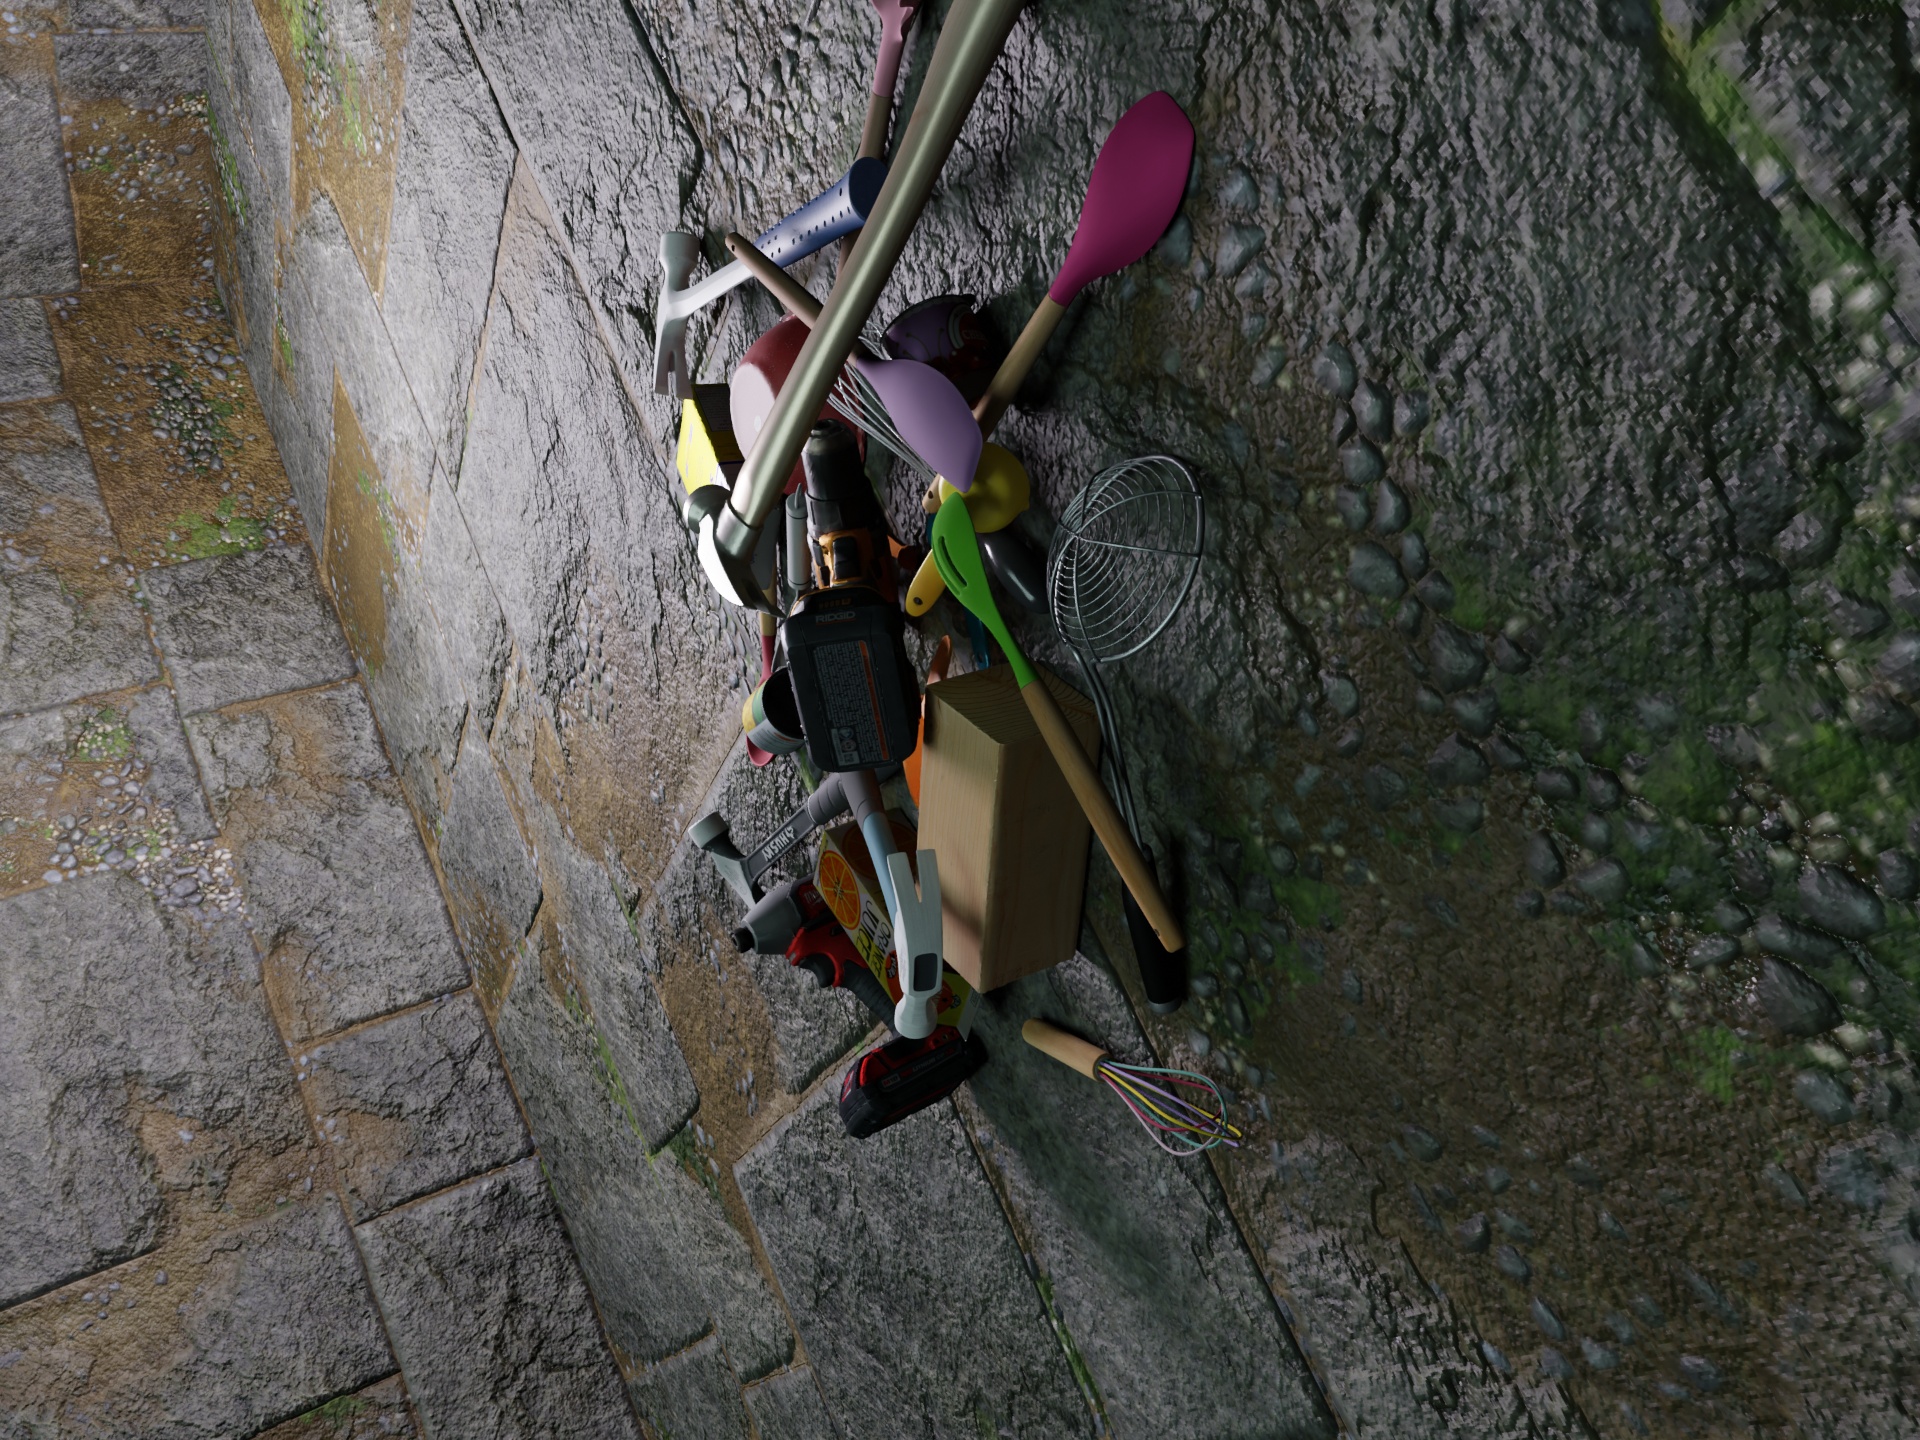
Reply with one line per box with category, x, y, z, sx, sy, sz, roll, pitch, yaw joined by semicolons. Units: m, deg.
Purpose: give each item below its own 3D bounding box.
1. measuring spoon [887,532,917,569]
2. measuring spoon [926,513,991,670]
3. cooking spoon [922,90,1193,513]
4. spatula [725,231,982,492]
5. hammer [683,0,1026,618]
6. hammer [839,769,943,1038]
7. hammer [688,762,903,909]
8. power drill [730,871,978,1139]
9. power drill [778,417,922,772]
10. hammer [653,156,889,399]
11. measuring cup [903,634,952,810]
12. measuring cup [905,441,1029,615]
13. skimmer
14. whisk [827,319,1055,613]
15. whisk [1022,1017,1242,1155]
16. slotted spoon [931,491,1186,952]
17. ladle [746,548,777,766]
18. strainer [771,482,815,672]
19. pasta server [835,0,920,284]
measuring spoon;-0.069;-0.143;1.246;0.117;0.011;0.021;36;133;47
measuring spoon;-0.002;-0.093;1.148;0.042;0.021;0.128;-9;96;60
cooking spoon;0.048;-0.236;0.963;0.069;0.017;0.318;59;138;22
spatula;-0.076;-0.254;1.062;0.316;0.018;0.059;47;135;35
hammer;-0.064;-0.260;0.994;0.410;0.038;0.146;-60;37;22
hammer;-0.067;0.071;1.188;0.331;0.033;0.128;-113;23;-47
hammer;-0.132;0.090;1.424;0.149;0.036;0.409;54;145;2
power drill;-0.092;0.229;1.342;0.220;0.143;0.078;59;150;19
power drill;-0.080;-0.093;1.120;0.226;0.084;0.185;-94;-4;-57
hammer;-0.157;-0.345;1.215;0.406;0.035;0.144;3;88;61
measuring cup;-0.002;-0.004;1.143;0.173;0.052;0.095;106;152;-50
measuring cup;-0.007;-0.117;1.051;0.062;0.029;0.156;34;132;1
skimmer;0.124;0.019;0.990;0.127;0.090;0.363;31;140;56
whisk;-0.017;-0.179;1.107;0.285;0.070;0.070;53;145;22
whisk;0.111;0.248;1.113;0.245;0.047;0.051;13;117;60
slotted spoon;0.056;0.000;0.970;0.314;0.031;0.070;62;166;11
ladle;-0.174;-0.103;1.428;0.069;0.031;0.315;37;132;49
strainer;-0.129;-0.109;1.289;0.050;0.087;0.258;18;151;5
pasta server;-0.064;-0.403;1.085;0.060;0.040;0.316;56;147;30
